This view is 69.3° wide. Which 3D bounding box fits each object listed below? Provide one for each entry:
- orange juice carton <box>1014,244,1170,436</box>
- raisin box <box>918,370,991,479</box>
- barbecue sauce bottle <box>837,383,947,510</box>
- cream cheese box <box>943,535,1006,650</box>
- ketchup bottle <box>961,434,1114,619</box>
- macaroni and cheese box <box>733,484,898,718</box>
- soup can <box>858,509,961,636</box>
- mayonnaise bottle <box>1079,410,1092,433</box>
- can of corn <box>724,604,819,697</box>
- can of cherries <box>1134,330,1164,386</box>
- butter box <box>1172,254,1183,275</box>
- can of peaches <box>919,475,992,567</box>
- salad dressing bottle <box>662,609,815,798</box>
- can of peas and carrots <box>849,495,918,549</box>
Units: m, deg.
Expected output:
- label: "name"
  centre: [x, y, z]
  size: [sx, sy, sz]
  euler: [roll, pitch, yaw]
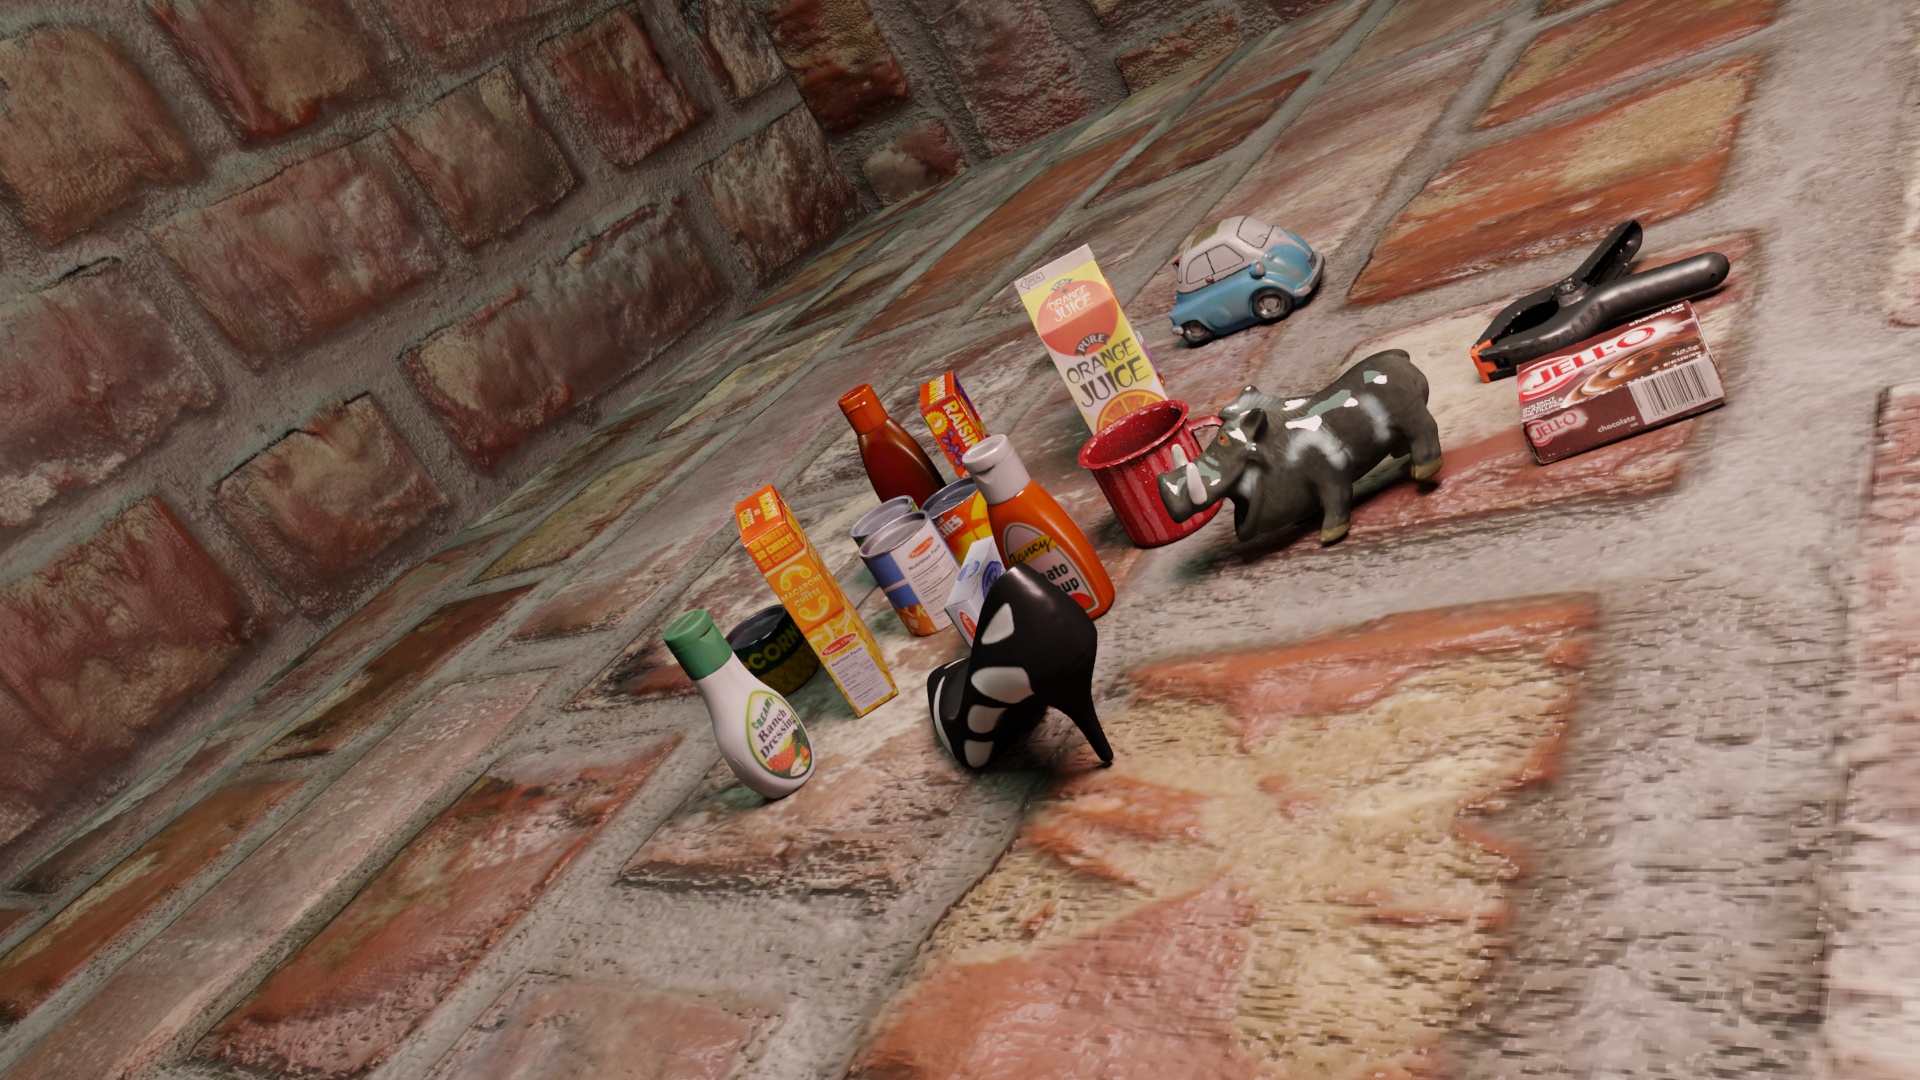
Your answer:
- label: "orange juice carton"
  centre: [0.122, -0.156, 1.198]
  size: [0.072, 0.192, 0.073]
  euler: [-27, 19, 11]
- label: "raisin box"
  centre: [0.007, -0.091, 1.310]
  size: [0.040, 0.123, 0.086]
  euler: [-28, 19, 10]
- label: "barbecue sauce bottle"
  centre: [-0.067, -0.082, 1.358]
  size: [0.065, 0.148, 0.044]
  euler: [-24, 20, 19]
- label: "cream cheese box"
  centre: [0.020, 0.043, 1.070]
  size: [0.024, 0.053, 0.104]
  euler: [-22, 21, 24]
- label: "ketchup bottle"
  centre: [0.052, -0.006, 1.000]
  size: [0.064, 0.148, 0.044]
  euler: [-21, 22, 27]
- label: "macaroni and cheese box"
  centre: [-0.115, 0.044, 1.094]
  size: [0.040, 0.166, 0.124]
  euler: [-32, 19, -3]
- label: "soup can"
  centre: [-0.036, 0.027, 1.145]
  size: [0.071, 0.083, 0.071]
  euler: [-27, 20, 11]
- label: "mayonnaise bottle"
  centre: [0.121, -0.170, 1.302]
  size: [0.064, 0.147, 0.041]
  euler: [-23, 21, 22]
- label: "can of corn"
  centre: [-0.162, 0.098, 1.193]
  size: [0.071, 0.058, 0.071]
  euler: [-27, 20, 11]
- label: "can of cherries"
  centre: [0.160, -0.163, 1.362]
  size: [0.071, 0.058, 0.072]
  euler: [-27, 20, 11]
- label: "butter box"
  centre: [0.281, -0.291, 1.504]
  size: [0.024, 0.053, 0.103]
  euler: [-41, 22, -26]
- label: "can of peaches"
  centre: [0.004, -0.015, 1.228]
  size: [0.071, 0.058, 0.071]
  euler: [-27, 20, 11]
- label: "salad dressing bottle"
  centre: [-0.161, 0.119, 1.008]
  size: [0.044, 0.147, 0.064]
  euler: [-15, 25, 39]
- label: "can of peas and carrots"
  centre: [-0.057, 0.000, 1.279]
  size: [0.071, 0.058, 0.071]
  euler: [-27, 20, 11]
